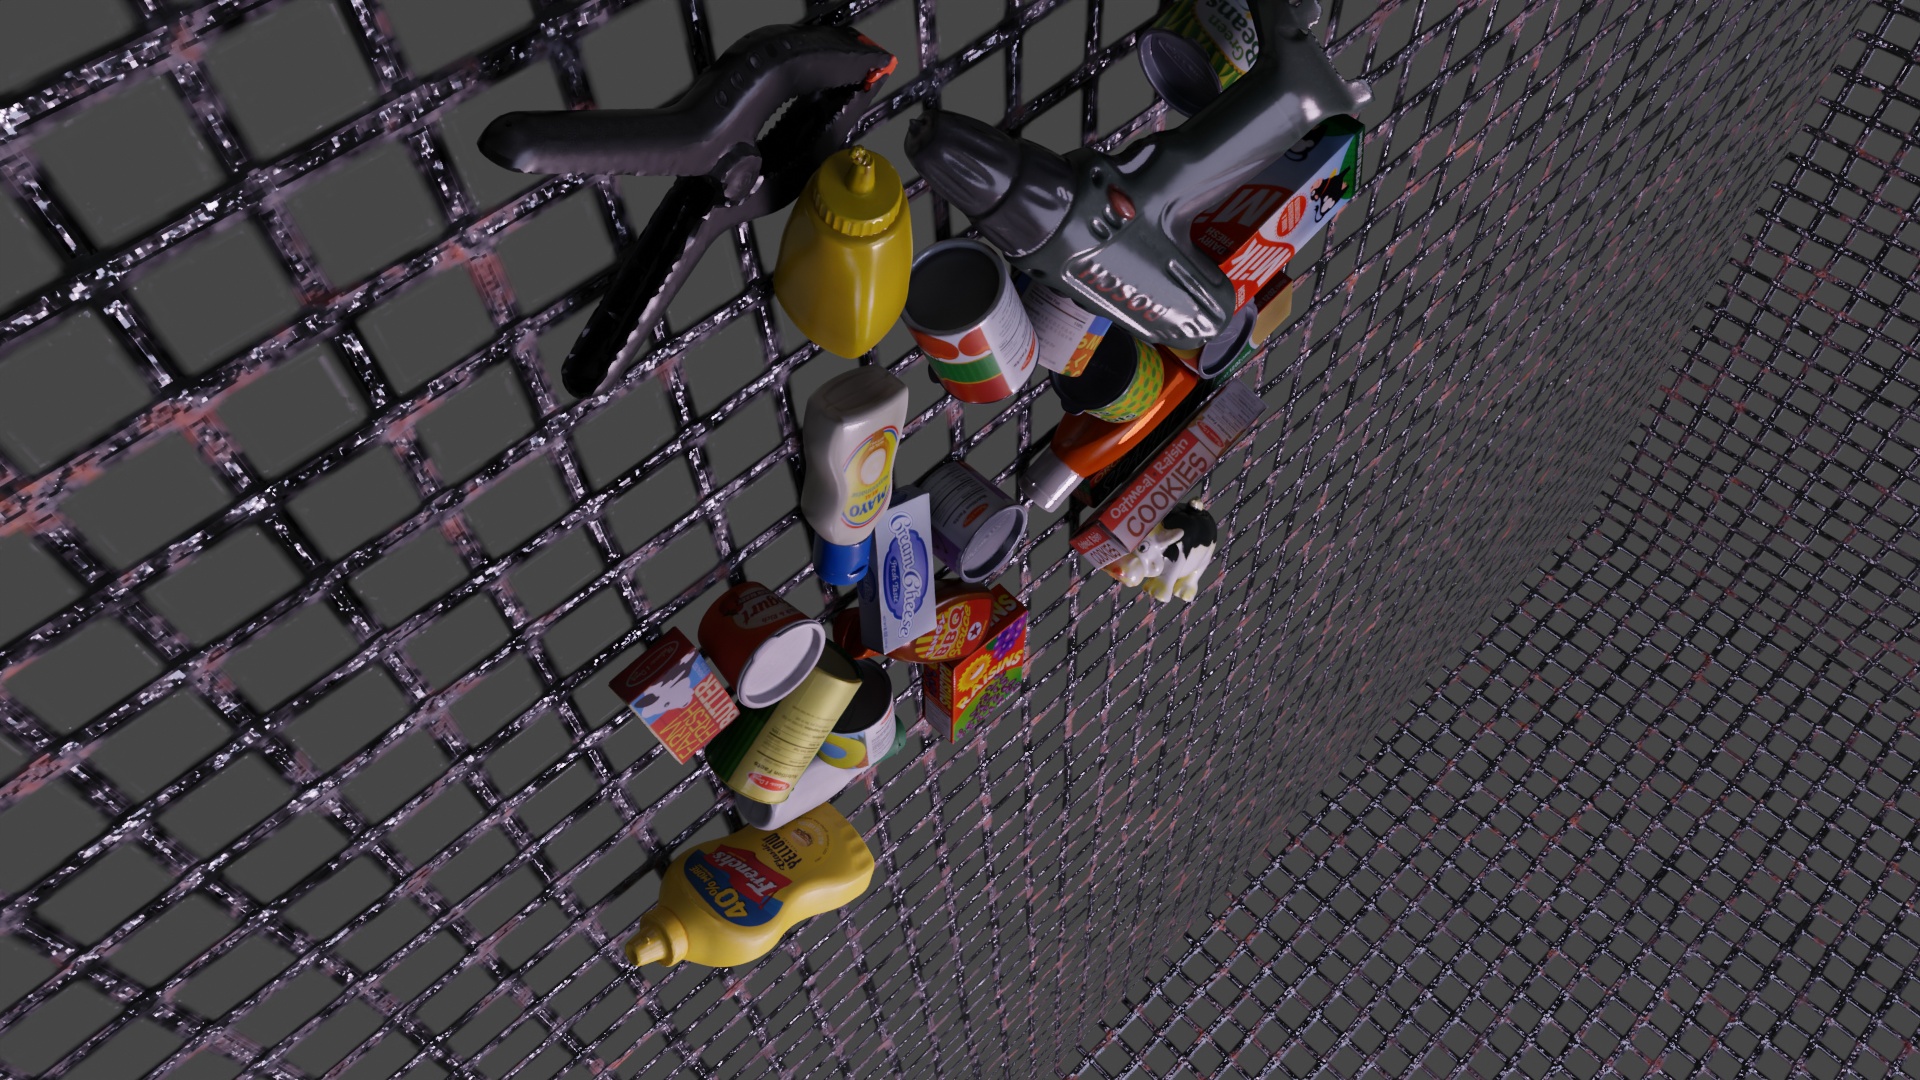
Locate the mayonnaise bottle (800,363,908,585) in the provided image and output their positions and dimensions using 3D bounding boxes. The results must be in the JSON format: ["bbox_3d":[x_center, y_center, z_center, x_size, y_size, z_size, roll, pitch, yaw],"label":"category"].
[{"bbox_3d":[-0.068,-0.035,0.847,0.065,0.041,0.147,-33,148,-35],"label":"mayonnaise bottle"}]

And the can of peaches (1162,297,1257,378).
[{"bbox_3d":[0.182,-0.167,1.048,0.071,0.058,0.071,-36,150,-25],"label":"can of peaches"}]

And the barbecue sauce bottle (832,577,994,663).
[{"bbox_3d":[-0.035,0.062,1.023,0.149,0.044,0.064,-3,119,-56],"label":"barbecue sauce bottle"}]

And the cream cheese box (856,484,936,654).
[{"bbox_3d":[-0.044,0.019,0.934,0.053,0.024,0.103,-25,121,-42],"label":"cream cheese box"}]

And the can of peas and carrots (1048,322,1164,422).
[{"bbox_3d":[0.103,-0.117,0.978,0.071,0.071,0.059,-56,154,12],"label":"can of peas and carrots"}]

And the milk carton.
[{"bbox_3d":[0.193,-0.224,0.973,0.191,0.073,0.072,-45,153,-10],"label":"milk carton"}]

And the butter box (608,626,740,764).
[{"bbox_3d":[-0.177,0.099,0.869,0.053,0.024,0.103,-42,152,-15],"label":"butter box"}]

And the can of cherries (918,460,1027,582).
[{"bbox_3d":[0.003,-0.012,0.970,0.072,0.058,0.071,-38,151,-25],"label":"can of cherries"}]

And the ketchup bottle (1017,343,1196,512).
[{"bbox_3d":[0.104,-0.086,1.033,0.148,0.065,0.043,-47,141,14],"label":"ketchup bottle"}]

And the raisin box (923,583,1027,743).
[{"bbox_3d":[0.012,0.103,1.156,0.086,0.040,0.122,-36,152,-25],"label":"raisin box"}]

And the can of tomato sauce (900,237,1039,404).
[{"bbox_3d":[0.003,-0.127,0.813,0.071,0.071,0.083,-47,153,-6],"label":"can of tomato sauce"}]

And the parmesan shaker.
[{"bbox_3d":[-0.117,0.118,0.940,0.103,0.071,0.071,-57,153,11],"label":"parmesan shaker"}]

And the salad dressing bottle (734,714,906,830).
[{"bbox_3d":[-0.103,0.171,1.060,0.148,0.044,0.064,-21,143,-47],"label":"salad dressing bottle"}]

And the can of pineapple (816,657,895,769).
[{"bbox_3d":[-0.082,0.124,1.008,0.071,0.071,0.057,-38,152,-24],"label":"can of pineapple"}]

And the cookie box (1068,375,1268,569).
[{"bbox_3d":[0.167,-0.053,1.147,0.168,0.040,0.122,-45,179,-10],"label":"cookie box"}]

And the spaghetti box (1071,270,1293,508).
[{"bbox_3d":[0.180,-0.126,1.132,0.250,0.029,0.050,-44,154,-12],"label":"spaghetti box"}]

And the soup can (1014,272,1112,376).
[{"bbox_3d":[0.069,-0.156,0.878,0.071,0.071,0.083,-2,127,-57],"label":"soup can"}]

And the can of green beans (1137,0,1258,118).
[{"bbox_3d":[0.148,-0.292,0.821,0.058,0.071,0.071,-45,153,-11],"label":"can of green beans"}]

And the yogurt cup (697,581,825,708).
[{"bbox_3d":[-0.127,0.062,0.867,0.073,0.054,0.072,-37,151,-25],"label":"yogurt cup"}]

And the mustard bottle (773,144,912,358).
[{"bbox_3d":[-0.052,-0.142,0.660,0.049,0.065,0.159,-52,178,-20],"label":"mustard bottle"}]
